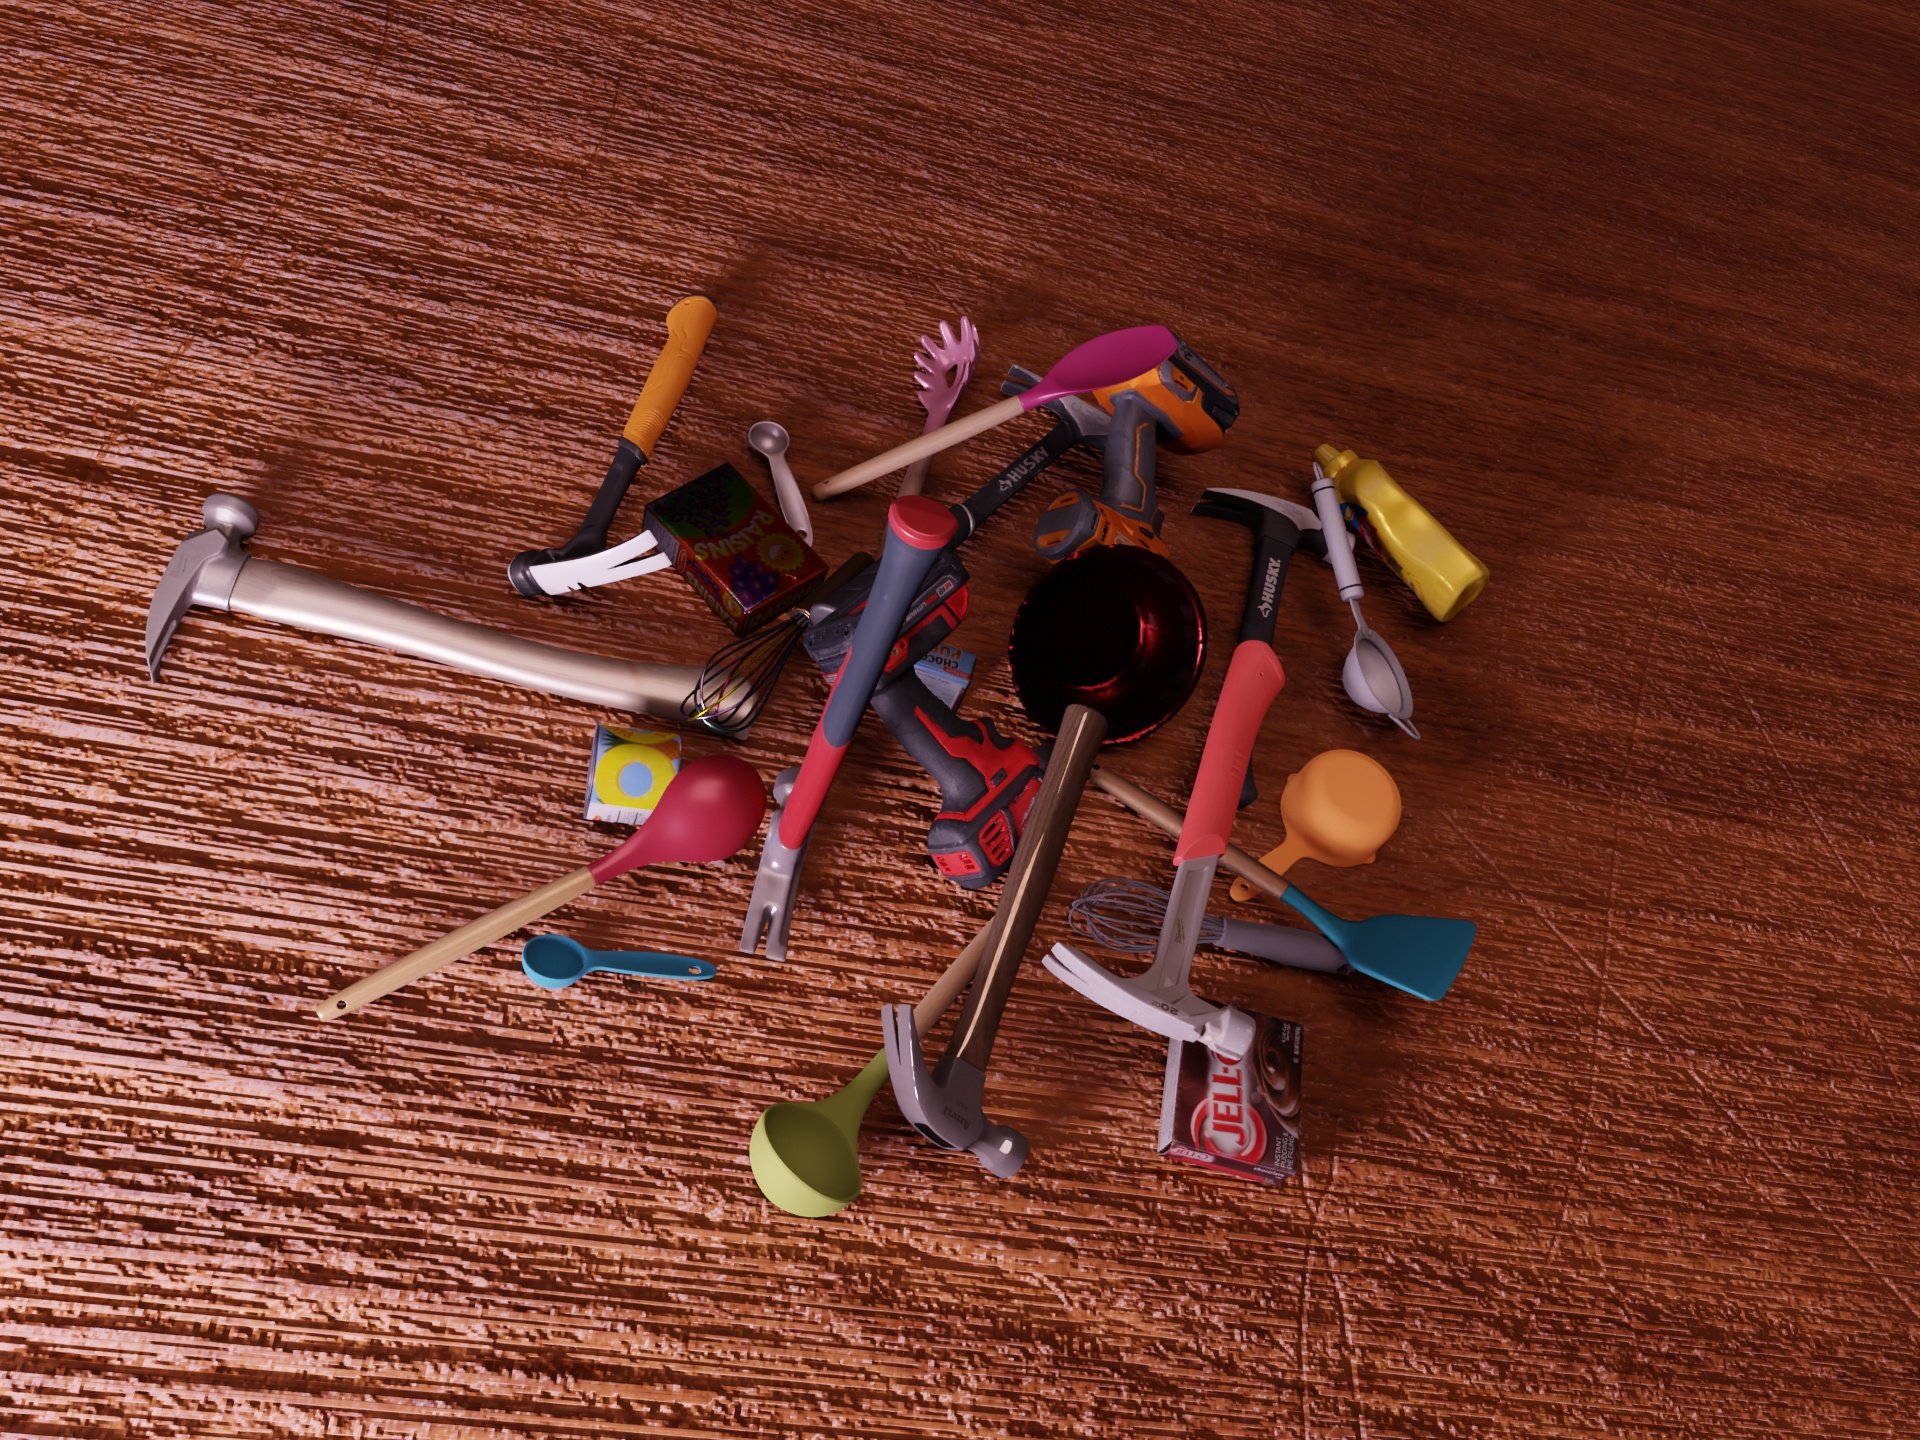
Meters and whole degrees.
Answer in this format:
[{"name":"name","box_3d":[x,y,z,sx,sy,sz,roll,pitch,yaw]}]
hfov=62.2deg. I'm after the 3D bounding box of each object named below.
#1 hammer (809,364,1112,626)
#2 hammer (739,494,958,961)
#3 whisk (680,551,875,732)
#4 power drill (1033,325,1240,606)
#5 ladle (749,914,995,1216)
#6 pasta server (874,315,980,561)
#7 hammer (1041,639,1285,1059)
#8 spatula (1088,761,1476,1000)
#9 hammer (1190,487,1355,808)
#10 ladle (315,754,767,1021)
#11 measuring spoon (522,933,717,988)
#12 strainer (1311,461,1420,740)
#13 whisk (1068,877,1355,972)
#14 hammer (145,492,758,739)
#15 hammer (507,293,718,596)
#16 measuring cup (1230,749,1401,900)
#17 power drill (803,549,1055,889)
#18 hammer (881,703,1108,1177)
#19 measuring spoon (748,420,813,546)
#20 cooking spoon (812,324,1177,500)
[{"name":"hammer","box_3d":[0.009,-0.176,1.297,0.149,0.036,0.409,38,46,9]},{"name":"hammer","box_3d":[-0.074,0.008,0.964,0.038,0.386,0.143,16,55,-9]},{"name":"whisk","box_3d":[-0.125,-0.064,1.175,0.051,0.047,0.245,33,43,7]},{"name":"power drill","box_3d":[0.158,-0.194,1.331,0.164,0.084,0.227,33,65,-32]},{"name":"ladle","box_3d":[-0.026,0.201,1.061,0.078,0.062,0.320,42,52,3]},{"name":"pasta server","box_3d":[-0.038,-0.222,1.343,0.060,0.040,0.316,-4,51,29]},{"name":"hammer","box_3d":[0.174,0.069,1.167,0.149,0.036,0.359,27,50,-5]},{"name":"spatula","box_3d":[0.225,0.107,1.192,0.317,0.044,0.082,32,53,14]},{"name":"hammer","box_3d":[0.242,-0.064,1.337,0.146,0.035,0.335,22,54,-5]},{"name":"ladle","box_3d":[-0.263,0.111,1.027,0.315,0.031,0.069,-28,101,-19]},{"name":"measuring spoon","box_3d":[-0.224,0.165,1.044,0.128,0.021,0.042,9,33,-23]},{"name":"strainer","box_3d":[0.335,-0.100,1.357,0.086,0.050,0.258,3,71,-51]},{"name":"whisk","box_3d":[0.191,0.158,1.171,0.239,0.055,0.055,13,55,-16]},{"name":"hammer","box_3d":[-0.349,-0.044,1.124,0.410,0.038,0.146,15,56,-9]},{"name":"hammer","box_3d":[-0.244,-0.230,1.254,0.127,0.034,0.337,-8,46,23]},{"name":"measuring cup","box_3d":[0.275,0.085,1.239,0.173,0.052,0.095,-32,72,-33]},{"name":"power drill","box_3d":[-0.002,-0.004,1.146,0.143,0.078,0.219,-42,108,-34]},{"name":"hammer","box_3d":[0.038,0.129,1.084,0.130,0.031,0.331,38,57,-28]},{"name":"measuring spoon","box_3d":[-0.146,-0.190,1.304,0.034,0.018,0.124,-11,69,-25]},{"name":"cooking spoon","box_3d":[0.026,-0.248,1.298,0.319,0.017,0.069,-23,47,4]}]
